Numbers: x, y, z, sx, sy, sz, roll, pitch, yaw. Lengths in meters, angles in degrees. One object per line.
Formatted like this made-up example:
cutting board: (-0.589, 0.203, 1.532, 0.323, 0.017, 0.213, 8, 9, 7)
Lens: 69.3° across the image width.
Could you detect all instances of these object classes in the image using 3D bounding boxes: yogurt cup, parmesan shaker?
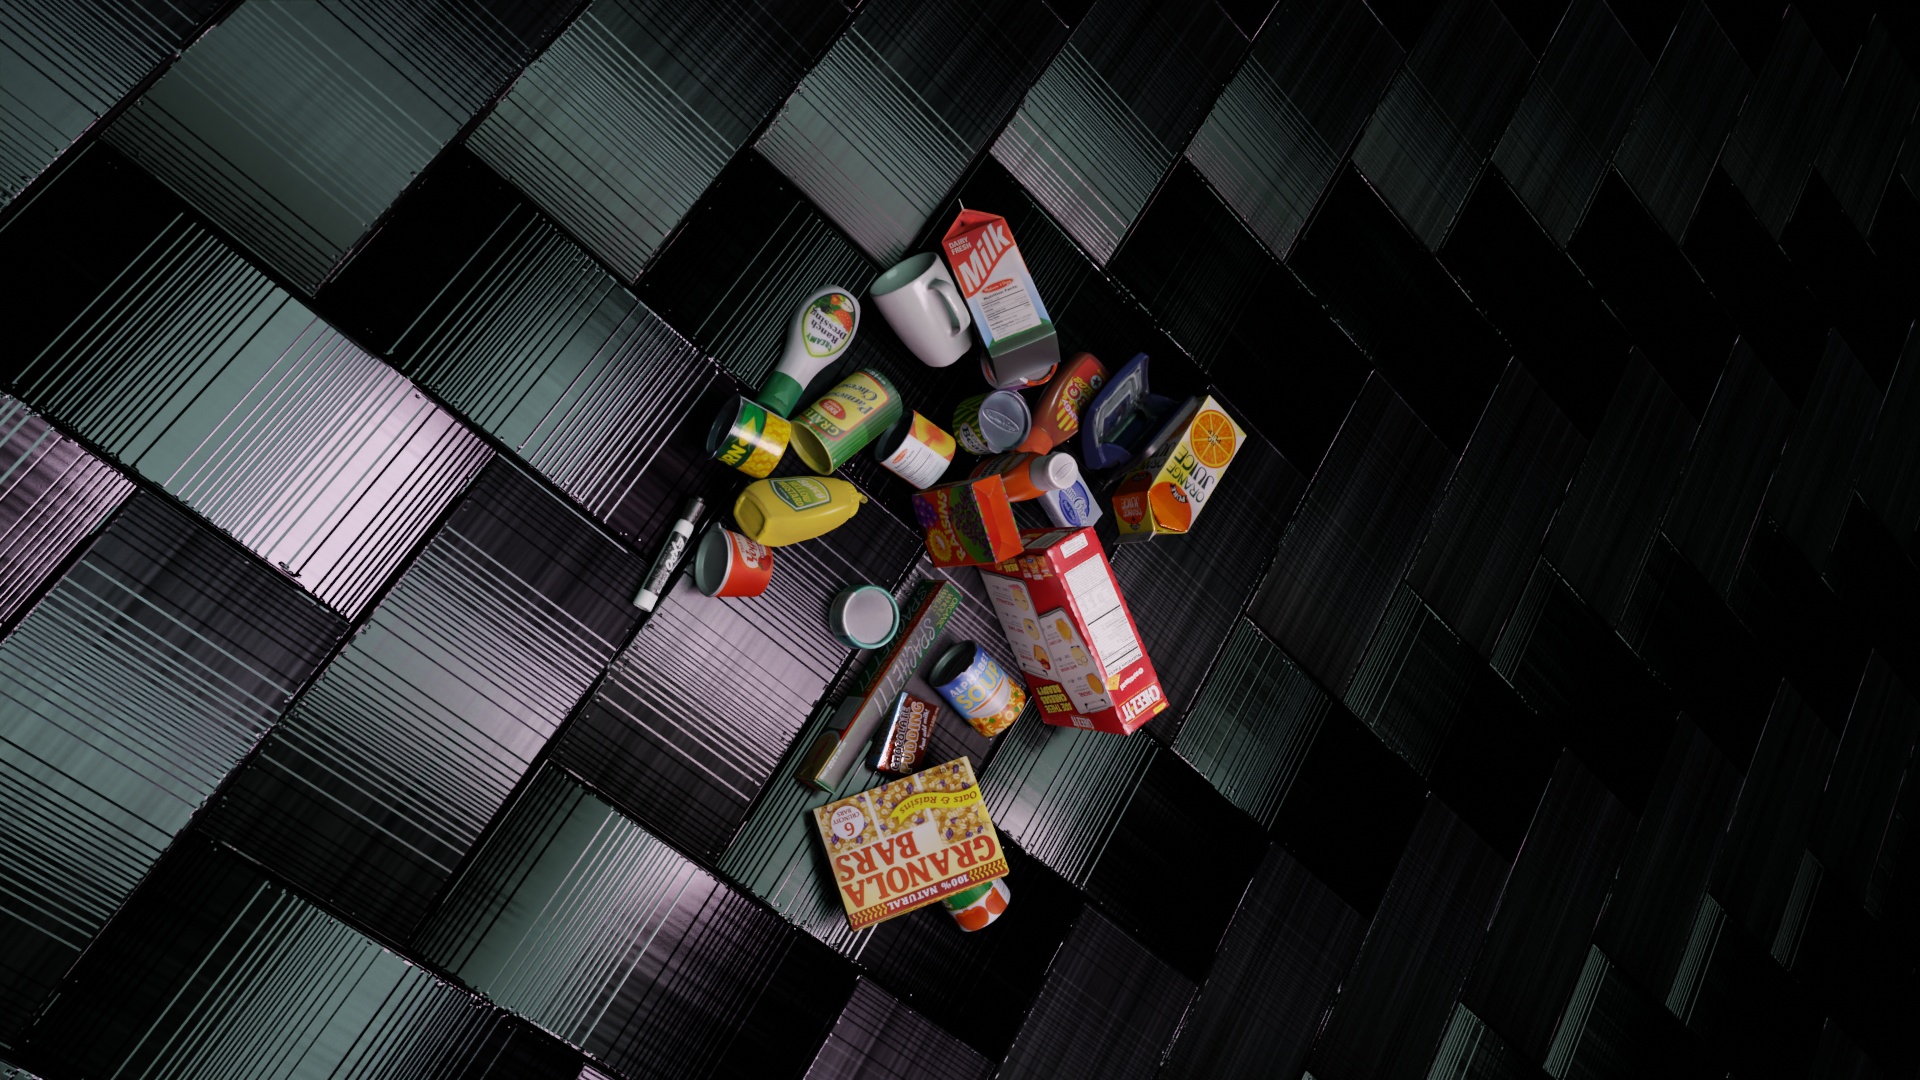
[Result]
yogurt cup: (-0.217, 0.024, 1.339, 0.054, 0.072, 0.072, 11, 81, -37)
parmesan shaker: (-0.119, -0.124, 1.406, 0.103, 0.071, 0.071, -42, 107, -26)

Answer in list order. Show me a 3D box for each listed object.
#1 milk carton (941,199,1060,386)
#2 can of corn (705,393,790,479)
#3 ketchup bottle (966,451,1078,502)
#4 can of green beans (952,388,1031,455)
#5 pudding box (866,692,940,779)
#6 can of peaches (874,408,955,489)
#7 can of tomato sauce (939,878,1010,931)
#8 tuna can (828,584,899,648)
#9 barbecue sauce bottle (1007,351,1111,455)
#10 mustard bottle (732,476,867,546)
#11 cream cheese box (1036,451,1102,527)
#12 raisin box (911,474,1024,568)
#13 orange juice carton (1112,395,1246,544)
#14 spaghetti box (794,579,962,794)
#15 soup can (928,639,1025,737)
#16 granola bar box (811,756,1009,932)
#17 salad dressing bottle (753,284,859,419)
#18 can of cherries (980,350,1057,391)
milk carton: (0.036, -0.268, 1.464, 0.073, 0.072, 0.191, -22, 69, 0)
can of corn: (-0.207, -0.098, 1.350, 0.058, 0.071, 0.071, 28, 74, -27)
ketchup bottle: (0.067, -0.067, 1.460, 0.065, 0.148, 0.043, -43, 109, -25)
can of green beans: (0.033, -0.127, 1.496, 0.071, 0.057, 0.071, 2, 86, -30)
pudding box: (-0.060, 0.202, 1.437, 0.049, 0.030, 0.084, 27, 74, -25)
can of peaches: (-0.047, -0.096, 1.445, 0.058, 0.071, 0.071, 33, 71, -24)
can of tomato sauce: (0.001, 0.354, 1.442, 0.071, 0.071, 0.083, -41, 107, -26)
tuna can: (-0.096, 0.079, 1.422, 0.071, 0.033, 0.071, 2, 86, -30)
barbecue sauce bottle: (0.109, -0.141, 1.550, 0.149, 0.043, 0.064, -50, 118, -23)
mustard bottle: (-0.149, -0.035, 1.379, 0.065, 0.048, 0.161, 46, 35, 23)
cream cheese box: (0.118, -0.045, 1.540, 0.053, 0.024, 0.103, -54, 134, -22)
raisin box: (0.005, -0.018, 1.435, 0.040, 0.123, 0.086, -23, 99, -31)
orange juice carton: (0.244, -0.071, 1.608, 0.073, 0.071, 0.193, 43, 67, -20)
spaghetti box: (-0.081, 0.145, 1.417, 0.028, 0.050, 0.251, 43, 67, -23)
soup can: (0.019, 0.156, 1.462, 0.083, 0.071, 0.071, 47, 66, -20)
granola bar box: (-0.050, 0.301, 1.380, 0.166, 0.039, 0.124, -17, 73, -13)
salad dressing bottle: (-0.156, -0.188, 1.399, 0.064, 0.044, 0.148, 37, 70, -22)
can of cherries: (0.066, -0.200, 1.521, 0.071, 0.058, 0.071, 2, 86, -30)
